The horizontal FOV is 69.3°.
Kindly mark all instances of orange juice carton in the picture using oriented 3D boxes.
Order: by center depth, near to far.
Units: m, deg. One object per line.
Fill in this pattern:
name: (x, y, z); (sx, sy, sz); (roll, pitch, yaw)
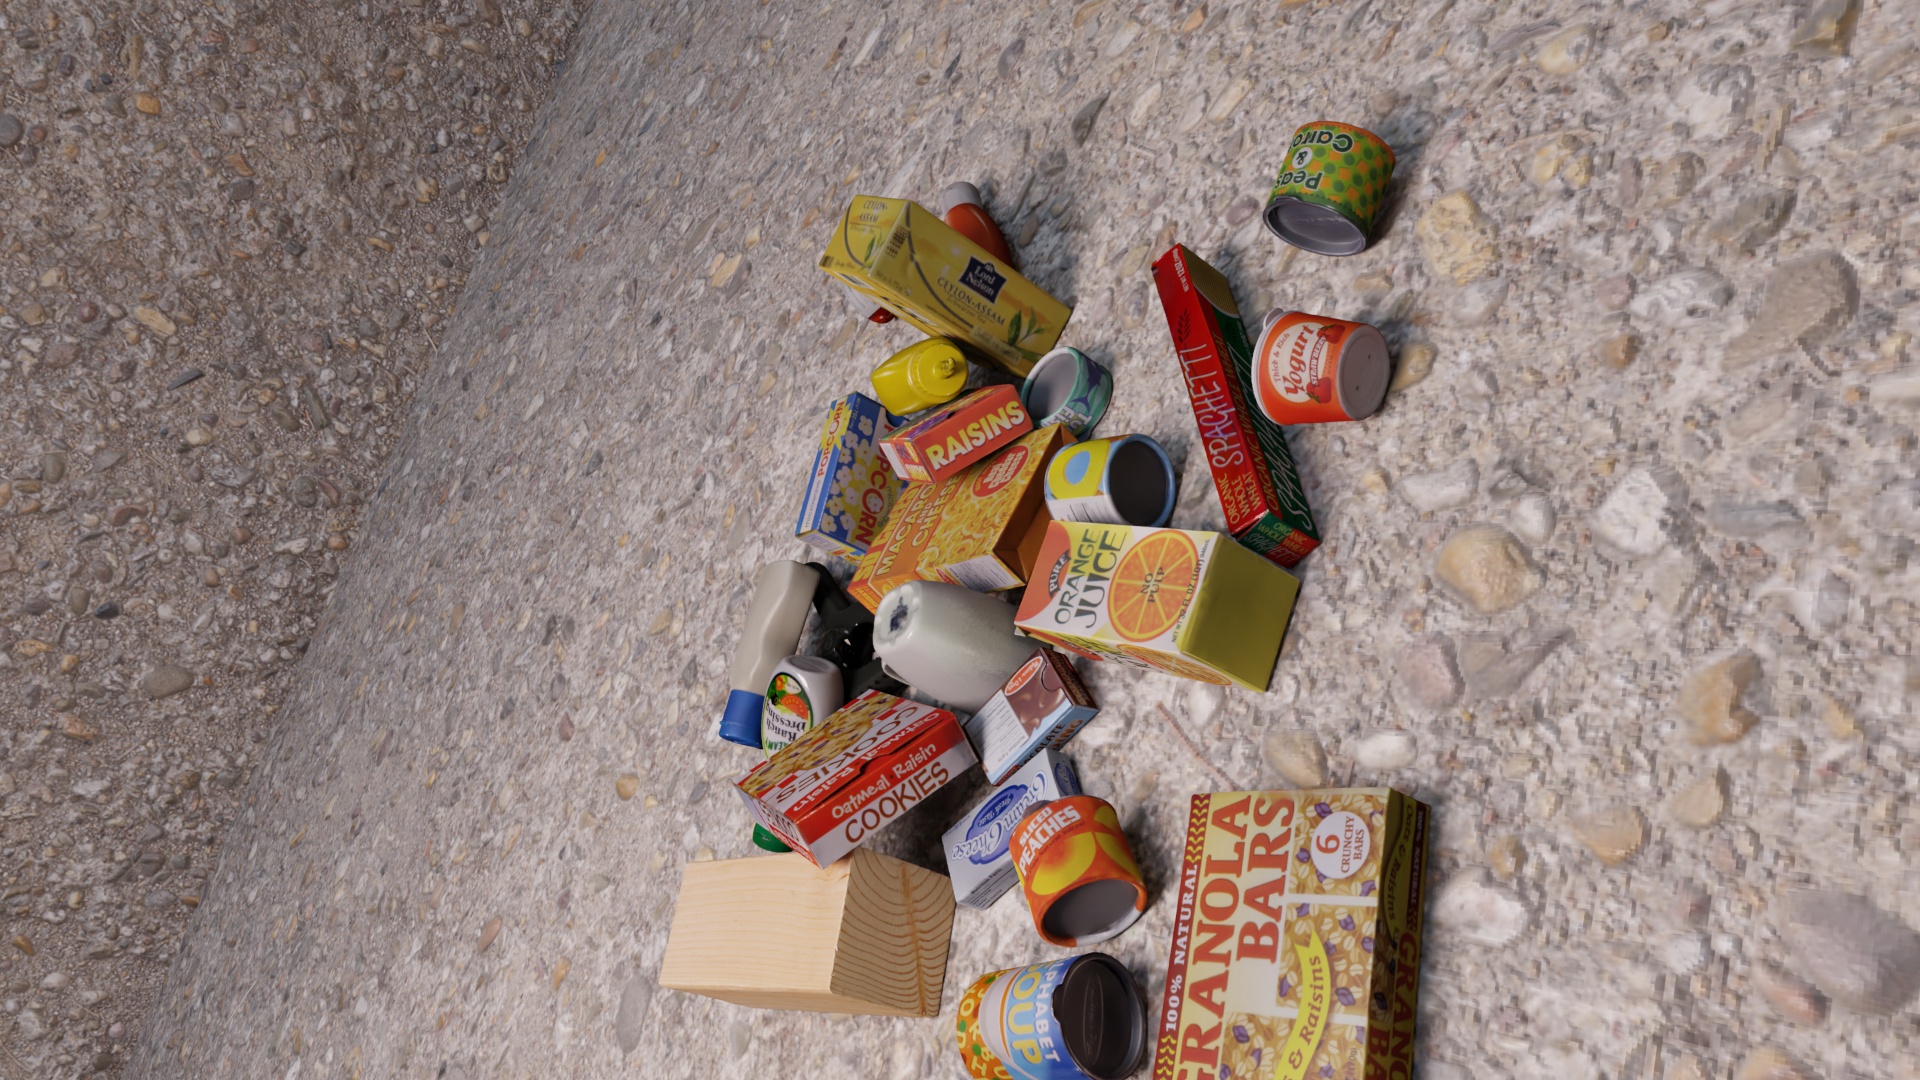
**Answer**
orange juice carton: (0.101, 0.036, 0.842); (0.192, 0.073, 0.072); (6, 72, 55)

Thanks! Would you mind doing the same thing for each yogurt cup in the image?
yogurt cup: (0.210, -0.098, 0.801); (0.054, 0.072, 0.072); (11, 76, 48)

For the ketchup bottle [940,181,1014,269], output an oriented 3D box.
ketchup bottle: (0.008, -0.257, 1.203); (0.064, 0.043, 0.149); (-39, 40, 27)

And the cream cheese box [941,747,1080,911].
cream cheese box: (0.034, 0.182, 0.874); (0.103, 0.024, 0.053); (-45, 38, 25)

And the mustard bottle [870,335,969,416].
mustard bottle: (-0.026, -0.127, 1.062); (0.065, 0.048, 0.160); (-34, 11, -9)

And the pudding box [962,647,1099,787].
pudding box: (0.044, 0.115, 0.893); (0.083, 0.030, 0.050); (-48, 51, 22)

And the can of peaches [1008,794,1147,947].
can of peaches: (0.065, 0.187, 0.786); (0.071, 0.071, 0.058); (-47, 37, 22)

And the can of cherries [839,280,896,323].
can of cherries: (-0.067, -0.242, 1.279); (0.058, 0.071, 0.072); (-39, 40, 33)

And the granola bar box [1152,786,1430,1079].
granola bar box: (0.158, 0.205, 0.675); (0.124, 0.039, 0.166); (-15, 55, 49)

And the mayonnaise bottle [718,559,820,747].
mayonnaise bottle: (-0.156, 0.091, 1.118); (0.064, 0.041, 0.148); (-15, 56, 57)

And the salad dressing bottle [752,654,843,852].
salad dressing bottle: (-0.127, 0.162, 1.053); (0.064, 0.044, 0.147); (20, 103, 35)

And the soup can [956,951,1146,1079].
soup can: (0.046, 0.263, 0.756); (0.083, 0.071, 0.071); (-27, 47, 42)

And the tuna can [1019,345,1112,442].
tuna can: (0.076, -0.104, 1.013); (0.071, 0.033, 0.071); (-33, 43, 37)

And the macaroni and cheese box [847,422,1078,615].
macaroni and cheese box: (0.004, -0.013, 1.008); (0.166, 0.040, 0.124); (-16, 37, 48)

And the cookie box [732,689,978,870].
cookie box: (-0.076, 0.155, 0.938); (0.123, 0.040, 0.167); (-33, 11, -19)

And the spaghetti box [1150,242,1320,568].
spaghetti box: (0.167, -0.091, 0.865); (0.028, 0.050, 0.251); (-40, 39, 32)

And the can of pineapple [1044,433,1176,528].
can of pineapple: (0.098, -0.036, 0.904); (0.058, 0.071, 0.071); (-5, 63, 52)

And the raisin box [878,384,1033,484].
raisin box: (-0.006, -0.080, 1.034); (0.086, 0.040, 0.123); (-30, 11, -11)

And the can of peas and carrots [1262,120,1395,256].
can of peas and carrots: (0.226, -0.218, 0.856); (0.071, 0.071, 0.059); (10, 75, 56)

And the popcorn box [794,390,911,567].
popcorn box: (-0.077, -0.045, 1.130); (0.038, 0.085, 0.127); (-14, 57, 50)
